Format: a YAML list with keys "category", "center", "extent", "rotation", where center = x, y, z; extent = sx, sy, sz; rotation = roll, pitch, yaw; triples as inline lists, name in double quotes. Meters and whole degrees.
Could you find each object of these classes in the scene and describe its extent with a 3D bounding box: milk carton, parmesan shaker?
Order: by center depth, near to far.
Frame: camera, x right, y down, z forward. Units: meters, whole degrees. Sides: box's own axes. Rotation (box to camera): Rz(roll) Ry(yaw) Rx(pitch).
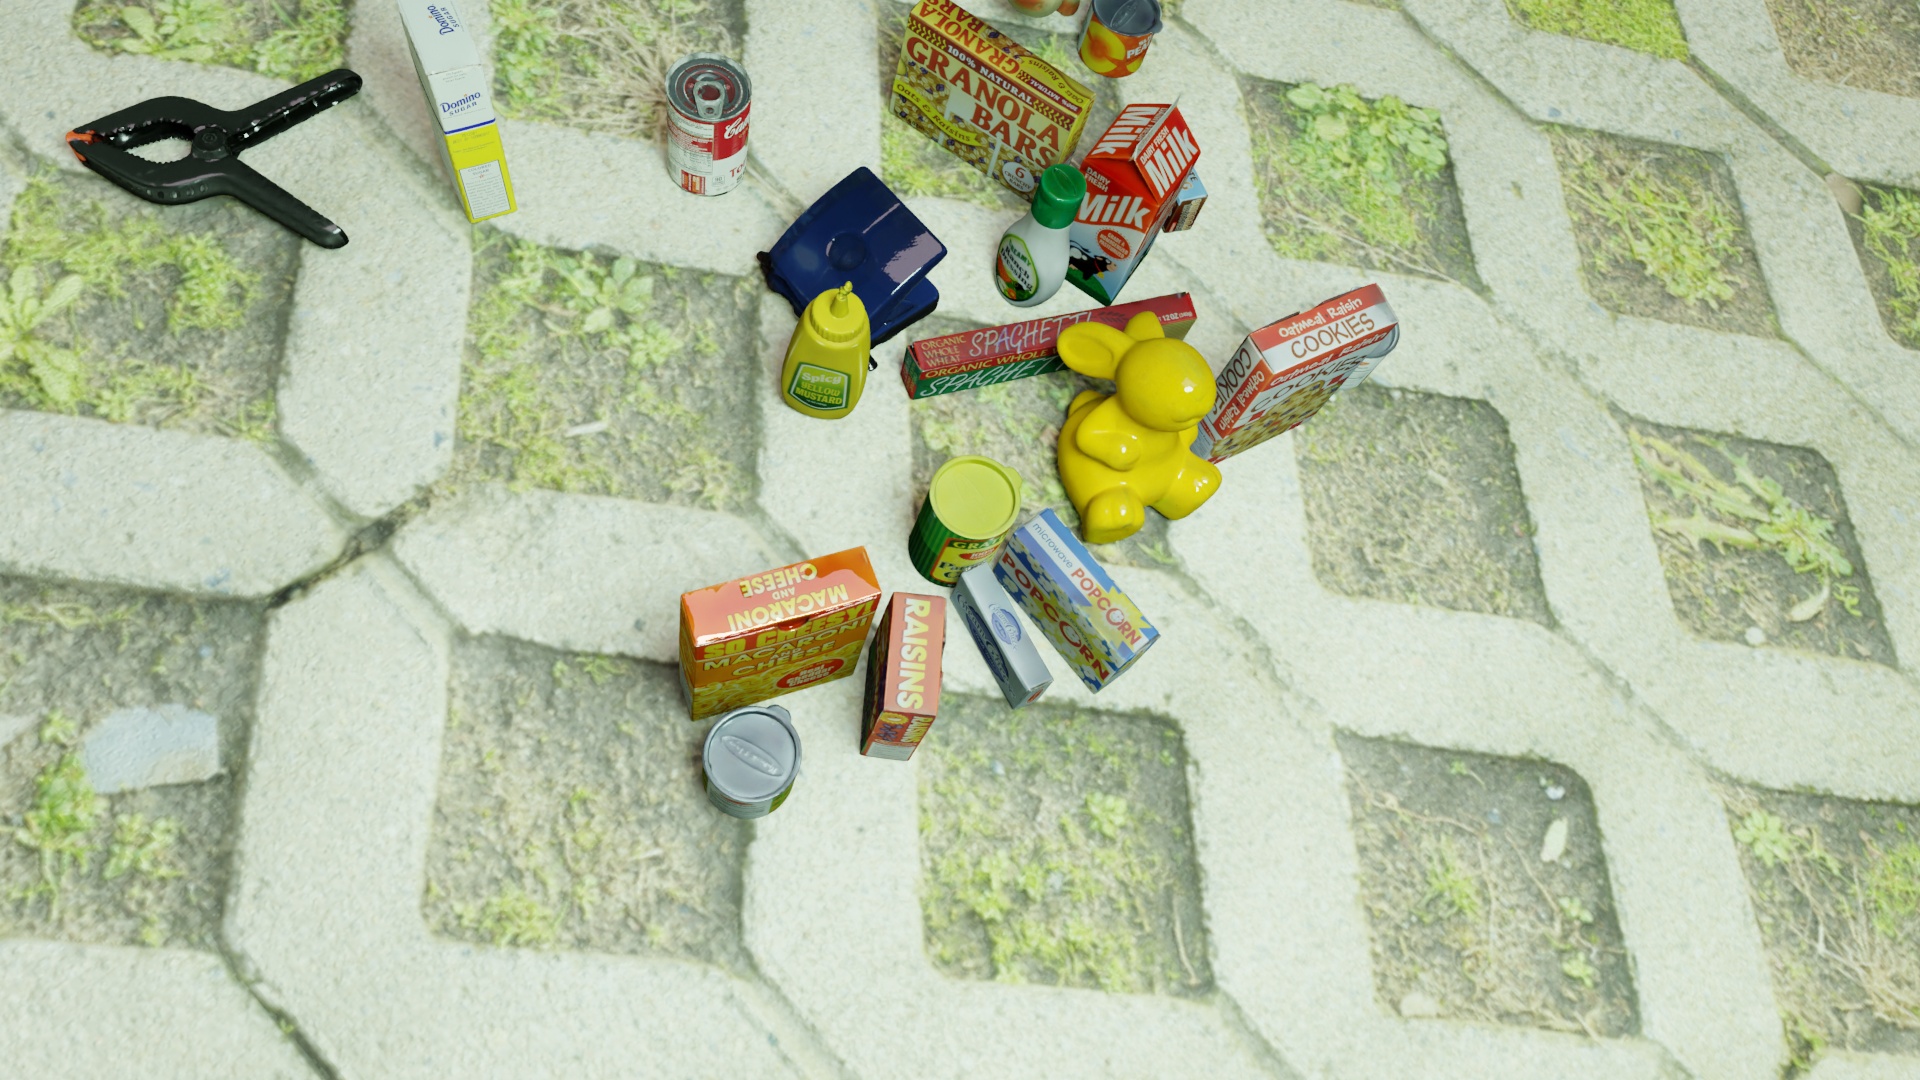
- category: "parmesan shaker"
  center: [0.004, -0.013, 1.034]
  extent: [0.071, 0.102, 0.071]
  rotation: [4, 66, -10]
- category: "milk carton"
  center: [0.133, -0.281, 1.130]
  extent: [0.073, 0.189, 0.072]
  rotation: [34, 65, 4]

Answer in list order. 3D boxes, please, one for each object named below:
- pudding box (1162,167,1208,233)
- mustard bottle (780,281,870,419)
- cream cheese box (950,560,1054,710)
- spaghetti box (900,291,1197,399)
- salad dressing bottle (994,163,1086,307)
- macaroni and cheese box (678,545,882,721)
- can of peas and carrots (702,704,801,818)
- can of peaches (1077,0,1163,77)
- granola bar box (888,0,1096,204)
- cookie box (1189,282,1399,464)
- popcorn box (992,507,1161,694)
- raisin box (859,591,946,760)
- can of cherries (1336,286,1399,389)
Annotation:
- category: "pudding box"
  center: [0.185, -0.323, 1.237]
  extent: [0.030, 0.049, 0.084]
  rotation: [-15, 71, -17]
- category: "mustard bottle"
  center: [-0.098, -0.146, 1.040]
  extent: [0.065, 0.159, 0.049]
  rotation: [13, 65, -6]
- category: "cream cheese box"
  center: [0.029, 0.071, 1.030]
  extent: [0.024, 0.053, 0.104]
  rotation: [-24, 73, -20]
- category: "spaghetti box"
  center: [0.074, -0.161, 1.143]
  extent: [0.251, 0.050, 0.029]
  rotation: [-13, 70, -17]
- category: "salad dressing bottle"
  center: [0.066, -0.246, 1.124]
  extent: [0.044, 0.147, 0.064]
  rotation: [-29, 76, -21]
- category: "macaroni and cheese box"
  center: [-0.125, 0.066, 0.937]
  extent: [0.124, 0.165, 0.040]
  rotation: [-15, 71, -17]
- category: "can of peas and carrots"
  center: [-0.143, 0.151, 0.956]
  extent: [0.071, 0.058, 0.071]
  rotation: [4, 66, -10]
- category: "can of peaches"
  center: [0.148, -0.473, 1.291]
  extent: [0.071, 0.057, 0.071]
  rotation: [4, 66, -10]
- category: "granola bar box"
  center: [0.023, -0.373, 1.185]
  extent: [0.165, 0.123, 0.039]
  rotation: [34, 65, 4]
- category: "cookie box"
  center: [0.254, -0.127, 1.100]
  extent: [0.123, 0.166, 0.040]
  rotation: [-24, 74, -20]
- category: "popcorn box"
  center: [0.083, 0.046, 1.035]
  extent: [0.038, 0.085, 0.127]
  rotation: [-36, 78, -23]
- category: "raisin box"
  center: [-0.040, 0.097, 0.965]
  extent: [0.040, 0.123, 0.086]
  rotation: [8, 66, -8]
- category: "can of cherries"
  center: [0.335, -0.174, 1.198]
  extent: [0.071, 0.058, 0.072]
  rotation: [4, 66, -10]
